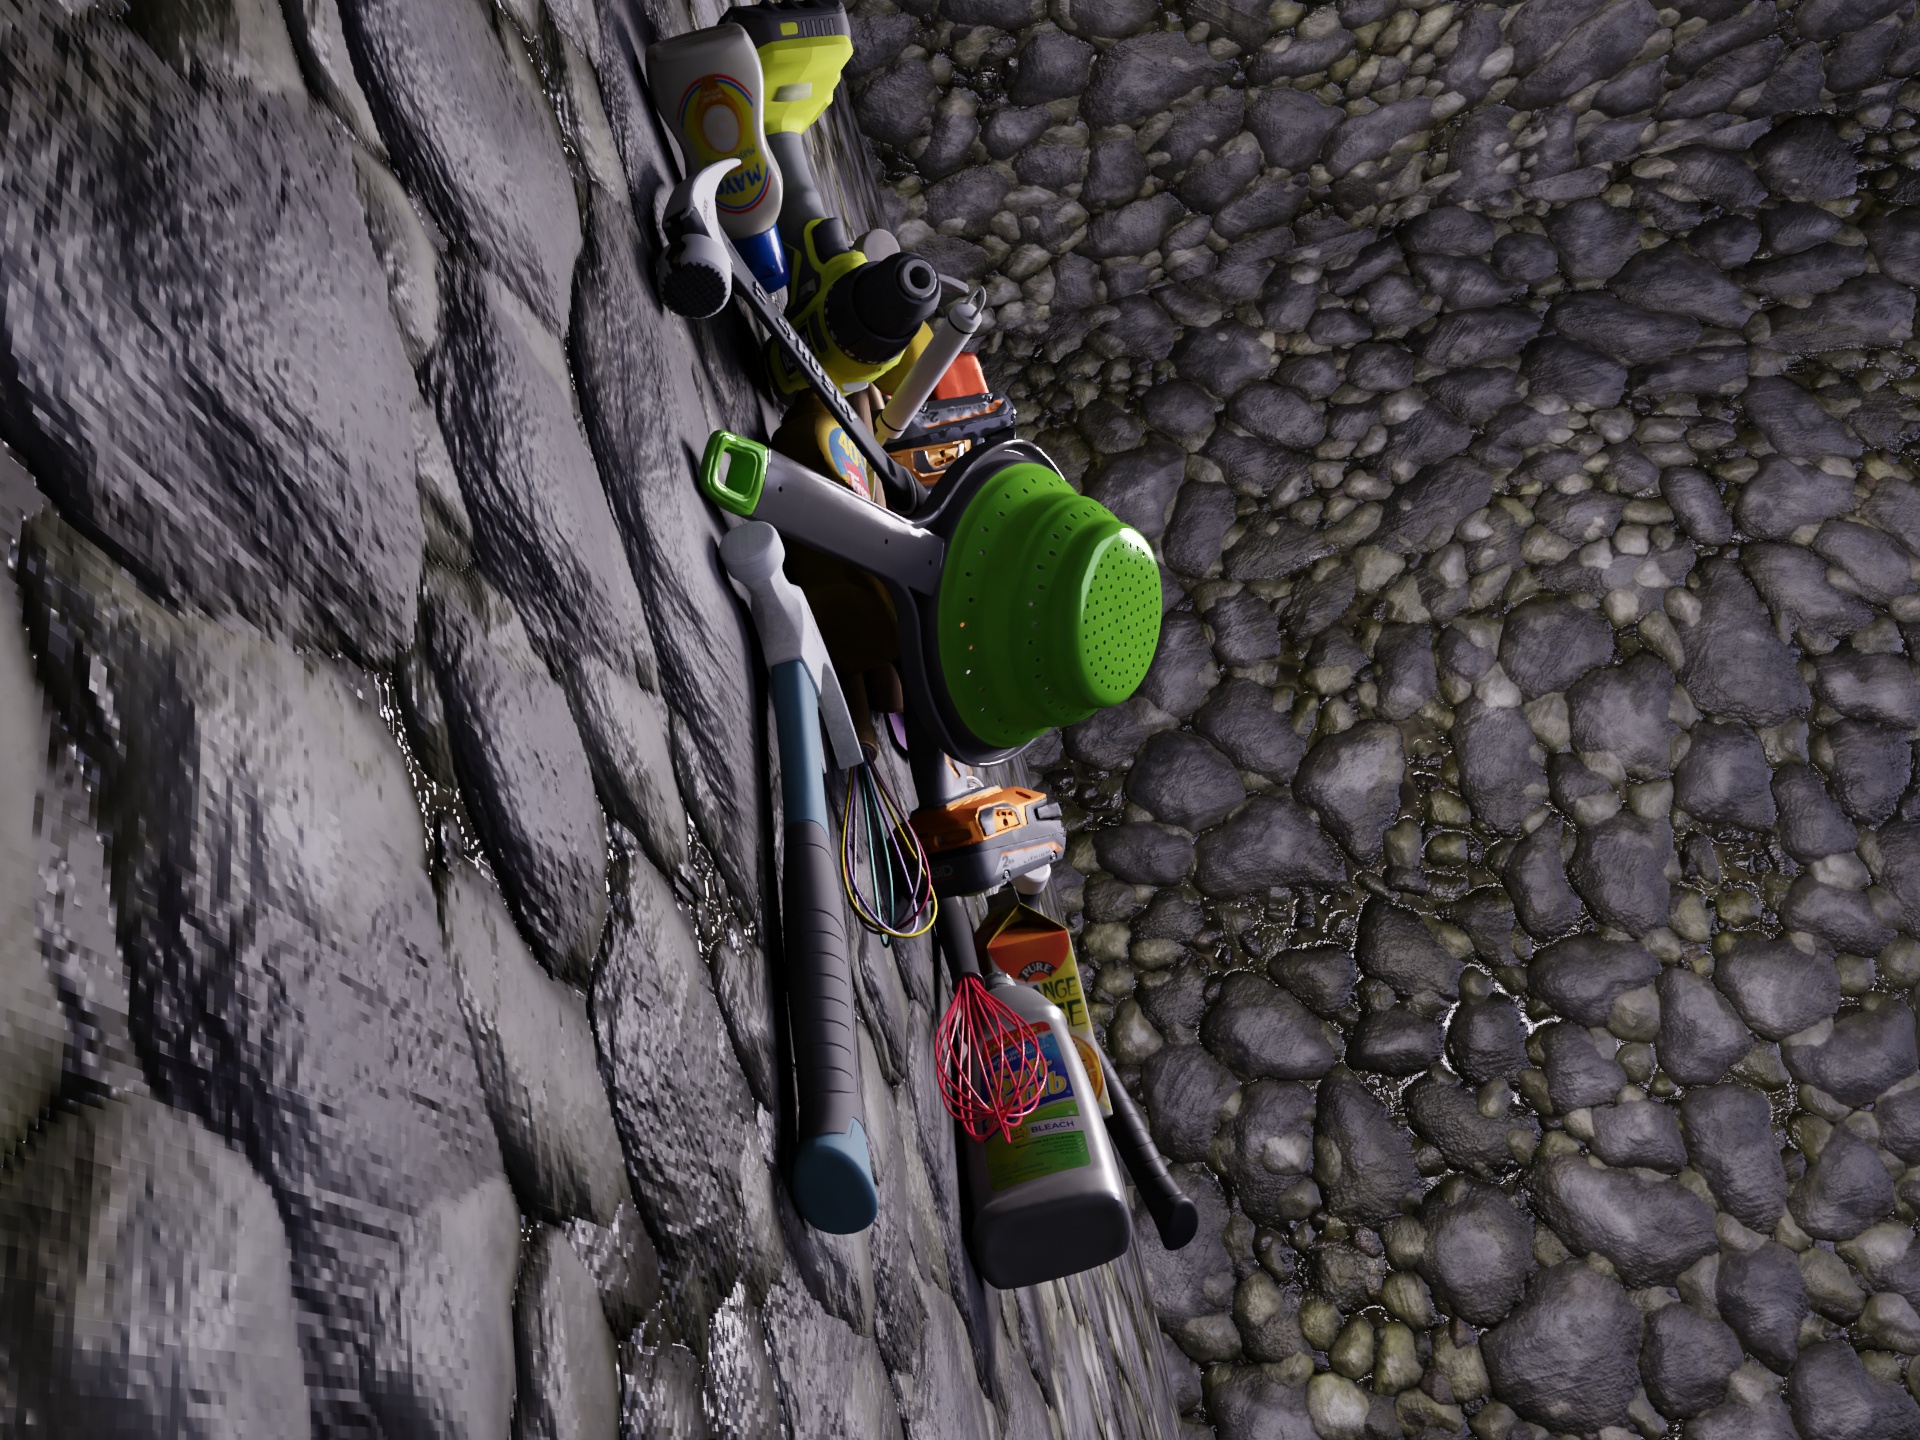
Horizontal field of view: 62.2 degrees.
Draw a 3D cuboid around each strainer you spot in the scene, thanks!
[{"bbox_3d":[-0.051,-0.189,1.030,0.258,0.050,0.087,-47,-135,44],"label":"strainer"}]

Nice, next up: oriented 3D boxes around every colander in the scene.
[{"bbox_3d":[0.014,-0.082,0.898,0.396,0.094,0.204,19,81,-55],"label":"colander"}]

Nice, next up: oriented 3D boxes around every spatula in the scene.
[{"bbox_3d":[-0.025,0.020,1.376,0.315,0.018,0.060,44,27,-74],"label":"spatula"}]

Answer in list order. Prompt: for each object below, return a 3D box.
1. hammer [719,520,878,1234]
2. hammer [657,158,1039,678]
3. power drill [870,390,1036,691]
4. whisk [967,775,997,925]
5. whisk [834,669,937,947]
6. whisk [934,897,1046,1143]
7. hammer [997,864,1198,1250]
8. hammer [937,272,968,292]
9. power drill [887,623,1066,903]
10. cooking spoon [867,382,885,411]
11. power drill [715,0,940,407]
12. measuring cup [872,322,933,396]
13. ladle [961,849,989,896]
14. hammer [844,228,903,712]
[{"bbox_3d":[-0.068,0.063,0.704,0.128,0.033,0.331,69,8,-47],"label":"hammer"},{"bbox_3d":[-0.047,-0.154,0.948,0.408,0.036,0.149,50,23,-41],"label":"hammer"},{"bbox_3d":[0.012,-0.132,1.215,0.084,0.185,0.226,6,-72,56],"label":"power drill"},{"bbox_3d":[0.027,0.170,1.454,0.059,0.058,0.246,-27,109,-53],"label":"whisk"},{"bbox_3d":[-0.052,0.036,0.917,0.245,0.047,0.051,-105,-174,-49],"label":"whisk"},{"bbox_3d":[0.008,0.192,1.094,0.296,0.073,0.073,-110,-177,-69],"label":"whisk"},{"bbox_3d":[0.105,0.281,1.315,0.335,0.035,0.146,61,-31,36],"label":"hammer"},{"bbox_3d":[-0.038,-0.273,1.680,0.035,0.144,0.405,-89,170,-64],"label":"hammer"},{"bbox_3d":[-0.002,-0.003,1.084,0.164,0.084,0.226,-14,89,-54],"label":"power drill"},{"bbox_3d":[-0.045,-0.176,1.303,0.069,0.017,0.319,-7,-77,58],"label":"cooking spoon"},{"bbox_3d":[-0.089,-0.324,0.997,0.190,0.080,0.228,-12,-85,63],"label":"power drill"},{"bbox_3d":[-0.078,-0.257,1.162,0.029,0.156,0.062,-16,101,-42],"label":"measuring cup"},{"bbox_3d":[-0.005,0.074,1.295,0.320,0.062,0.078,-92,165,-81],"label":"ladle"},{"bbox_3d":[-0.071,-0.169,1.135,0.130,0.031,0.331,5,-76,55],"label":"hammer"}]
